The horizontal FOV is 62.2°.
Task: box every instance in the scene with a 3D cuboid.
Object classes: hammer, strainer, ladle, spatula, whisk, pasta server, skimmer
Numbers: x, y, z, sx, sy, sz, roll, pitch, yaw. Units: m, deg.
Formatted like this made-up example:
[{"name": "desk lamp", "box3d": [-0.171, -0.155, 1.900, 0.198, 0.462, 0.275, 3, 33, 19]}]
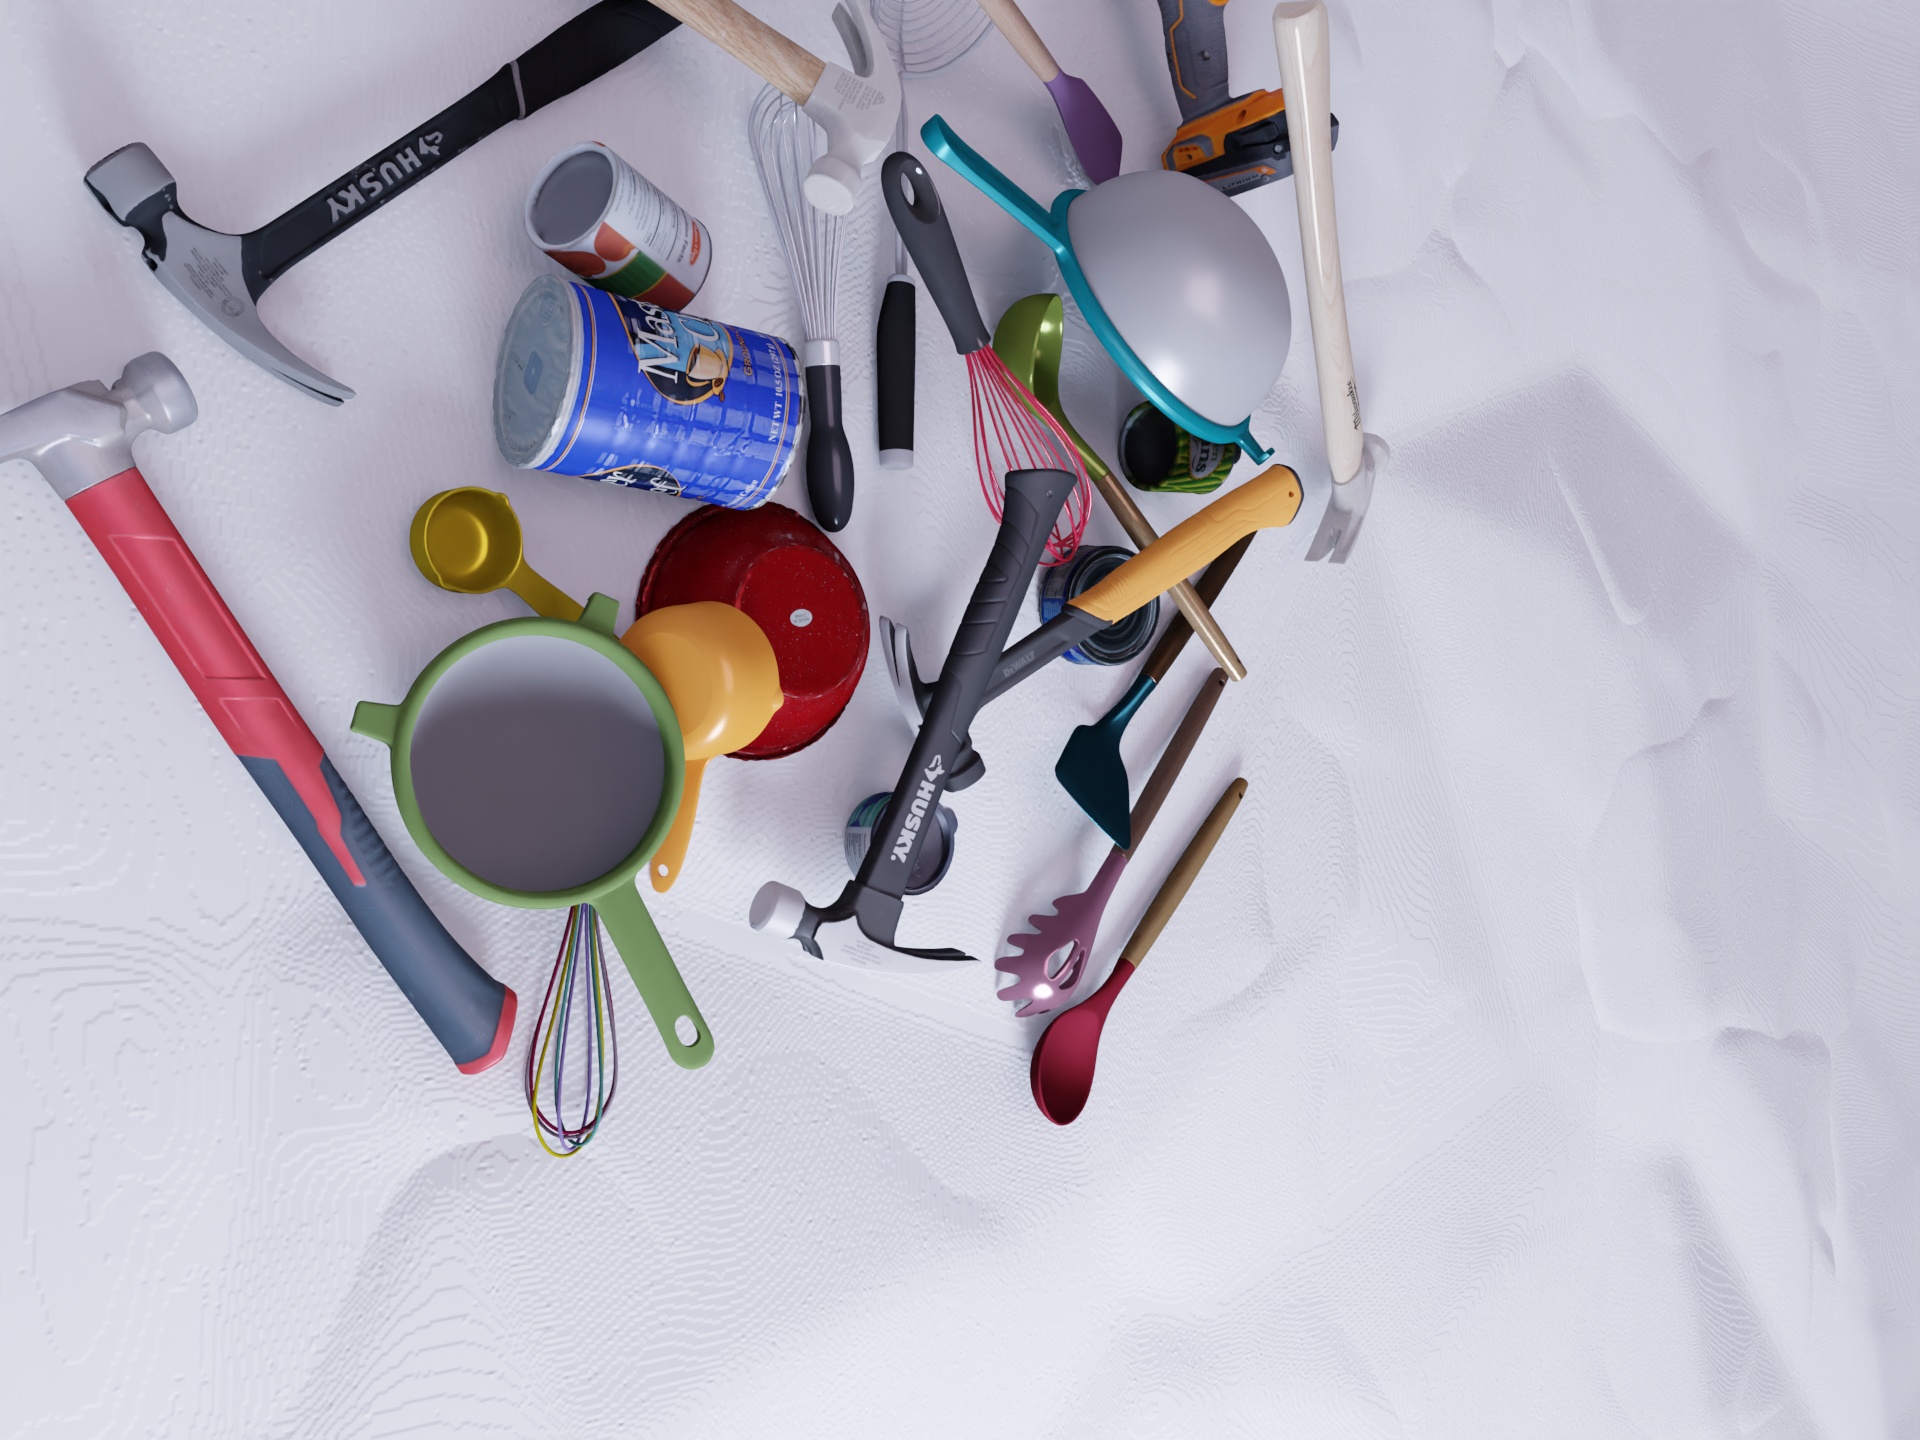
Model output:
[{"name": "hammer", "box3d": [-0.254, -0.330, 0.869, 0.409, 0.036, 0.149, -48, 116, -29]}, {"name": "hammer", "box3d": [-0.346, 0.024, 0.777, 0.143, 0.038, 0.386, -38, 110, -31]}, {"name": "strainer", "box3d": [-0.204, 0.071, 0.844, 0.151, 0.069, 0.256, -31, 101, -30]}, {"name": "ladle", "box3d": [0.124, -0.156, 1.118, 0.320, 0.062, 0.078, 52, 36, -18]}, {"name": "hammer", "box3d": [-0.002, -0.003, 0.977, 0.146, 0.035, 0.335, 26, 83, -28]}, {"name": "hammer", "box3d": [0.262, -0.305, 1.149, 0.146, 0.038, 0.410, -61, 146, -37]}, {"name": "hammer", "box3d": [-0.178, -0.424, 0.889, 0.331, 0.031, 0.130, 30, 64, -19]}, {"name": "strainer", "box3d": [0.120, -0.322, 1.052, 0.340, 0.095, 0.211, 24, 44, -42]}, {"name": "spatula", "box3d": [0.047, -0.436, 1.040, 0.315, 0.018, 0.060, 23, 72, -61]}, {"name": "whisk", "box3d": [-0.087, -0.259, 0.982, 0.070, 0.070, 0.284, -9, 97, -38]}, {"name": "spatula", "box3d": [0.157, -0.047, 1.164, 0.082, 0.044, 0.318, 46, 61, -20]}, {"name": "whisk", "box3d": [0.016, -0.224, 1.022, 0.073, 0.073, 0.295, -47, 126, -29]}, {"name": "hammer", "box3d": [0.100, -0.089, 1.068, 0.337, 0.034, 0.127, -33, 120, -20]}, {"name": "pasta server", "box3d": [0.119, 0.078, 1.142, 0.060, 0.040, 0.316, 49, 57, -25]}, {"name": "skimmer", "box3d": [-0.012, -0.345, 1.019, 0.127, 0.090, 0.363, 4, 86, -62]}, {"name": "whisk", "box3d": [-0.209, 0.115, 0.876, 0.047, 0.051, 0.245, 6, 81, -31]}, {"name": "ladle", "box3d": [0.133, 0.155, 1.146, 0.315, 0.031, 0.069, -52, 127, -29]}]

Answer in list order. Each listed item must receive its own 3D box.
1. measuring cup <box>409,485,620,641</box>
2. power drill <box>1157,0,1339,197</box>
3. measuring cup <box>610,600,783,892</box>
[{"name": "measuring cup", "box3d": [-0.239, -0.069, 0.879, 0.156, 0.029, 0.062, 45, 62, -40]}, {"name": "power drill", "box3d": [0.187, -0.498, 1.136, 0.084, 0.164, 0.226, -37, 112, -35]}, {"name": "measuring cup", "box3d": [-0.161, 0.019, 0.888, 0.052, 0.095, 0.173, -12, 118, -69]}]
